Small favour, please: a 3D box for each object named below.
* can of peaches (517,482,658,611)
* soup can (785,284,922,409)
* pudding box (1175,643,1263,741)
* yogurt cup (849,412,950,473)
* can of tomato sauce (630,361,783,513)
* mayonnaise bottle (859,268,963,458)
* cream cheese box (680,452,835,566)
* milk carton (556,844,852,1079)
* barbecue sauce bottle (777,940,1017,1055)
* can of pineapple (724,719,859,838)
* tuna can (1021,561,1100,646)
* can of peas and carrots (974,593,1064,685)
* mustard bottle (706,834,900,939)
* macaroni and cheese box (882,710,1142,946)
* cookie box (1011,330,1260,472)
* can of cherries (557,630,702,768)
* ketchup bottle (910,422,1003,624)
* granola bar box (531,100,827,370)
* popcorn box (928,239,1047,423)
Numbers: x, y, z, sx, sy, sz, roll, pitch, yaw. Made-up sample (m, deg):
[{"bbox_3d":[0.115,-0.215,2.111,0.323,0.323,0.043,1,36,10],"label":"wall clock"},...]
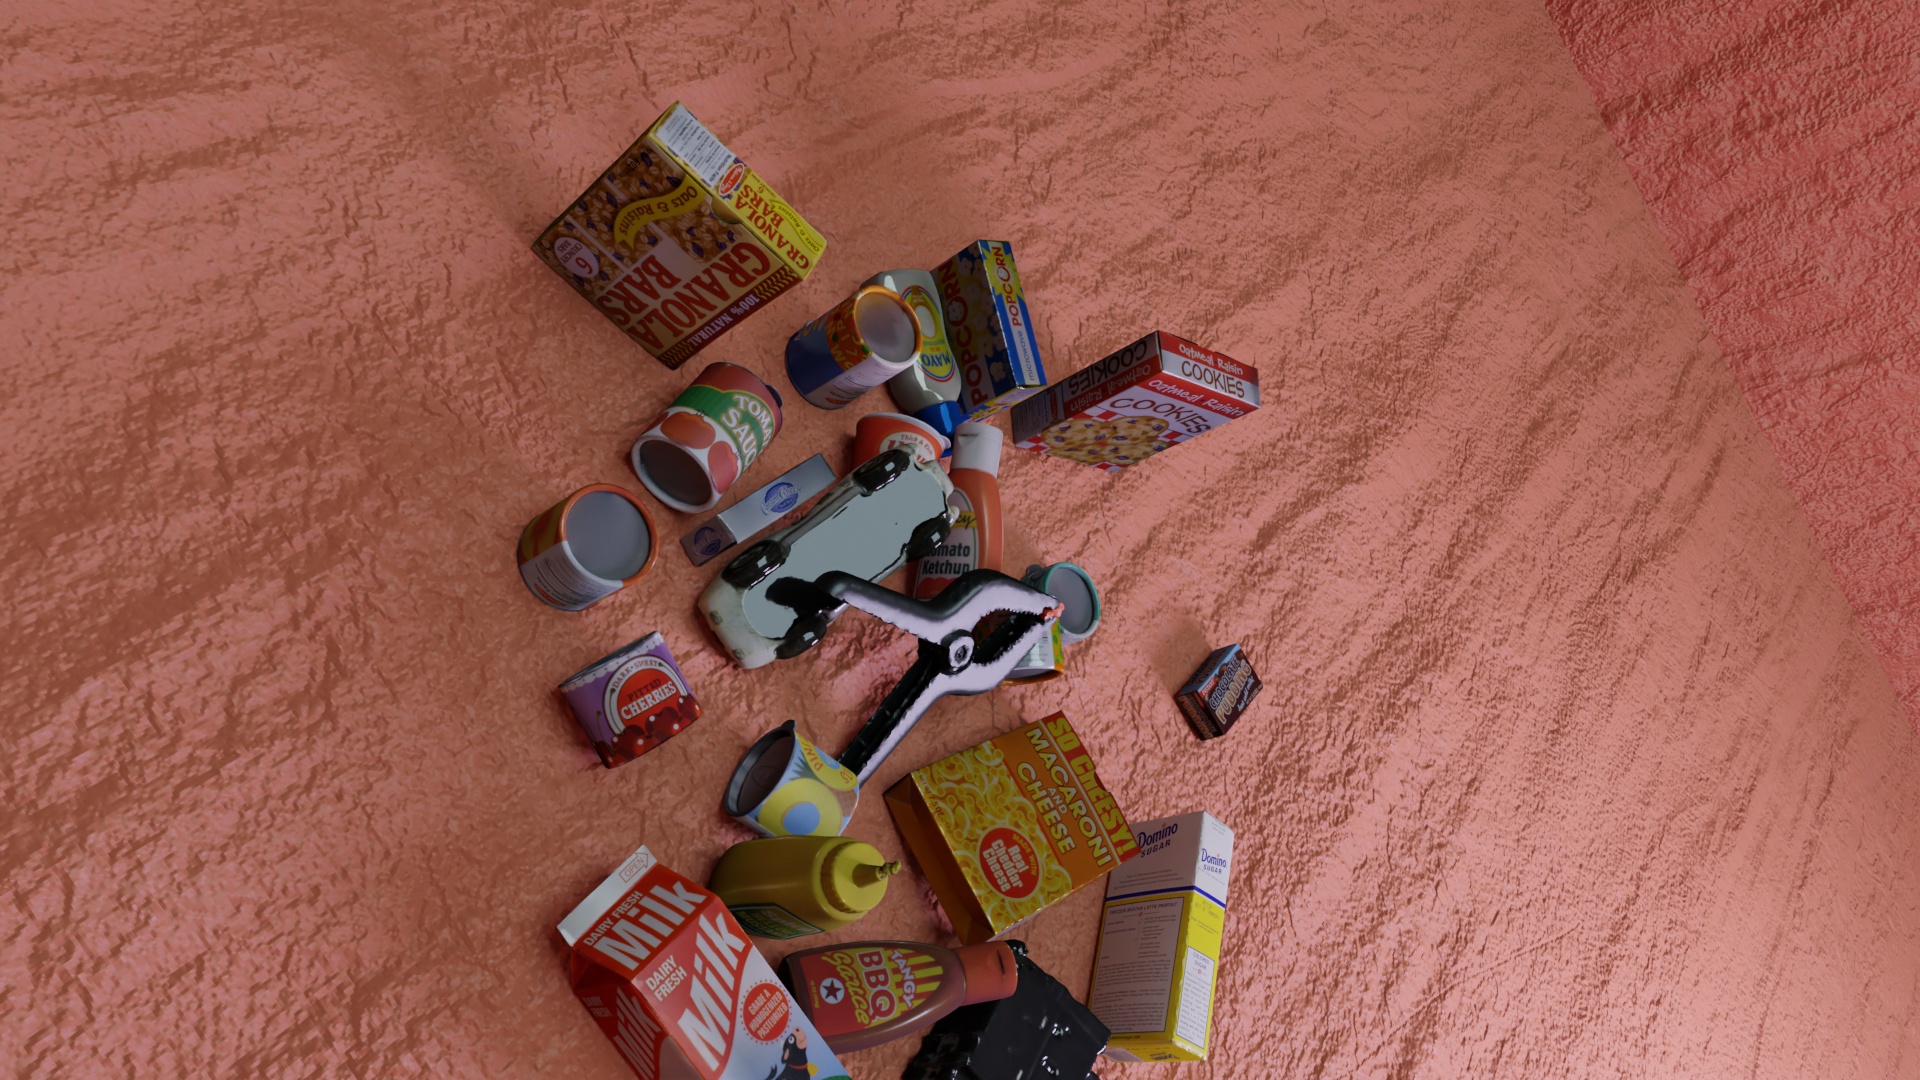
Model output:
[{"bbox_3d":[-0.225,0.002,0.843,0.071,0.058,0.071,17,63,-37],"label":"can of peaches"},{"bbox_3d":[-0.079,-0.144,1.019,0.071,0.083,0.071,18,61,-37],"label":"soup can"},{"bbox_3d":[0.228,0.133,1.225,0.084,0.030,0.049,-38,99,-45],"label":"pudding box"},{"bbox_3d":[-0.050,-0.055,1.024,0.072,0.072,0.054,29,64,-31],"label":"yogurt cup"},{"bbox_3d":[-0.165,-0.068,0.918,0.071,0.071,0.083,49,48,-17],"label":"can of tomato sauce"},{"bbox_3d":[-0.031,-0.138,1.090,0.065,0.041,0.148,-12,82,-45],"label":"mayonnaise bottle"},{"bbox_3d":[-0.136,-0.021,0.937,0.104,0.053,0.024,-38,97,-44],"label":"cream cheese box"},{"bbox_3d":[-0.149,0.270,0.792,0.190,0.073,0.073,56,46,-10],"label":"milk carton"},{"bbox_3d":[-0.038,0.283,0.879,0.149,0.043,0.065,-2,55,-25],"label":"barbecue sauce bottle"},{"bbox_3d":[-0.105,0.159,0.881,0.058,0.071,0.071,41,50,-25],"label":"can of pineapple"},{"bbox_3d":[0.079,0.049,1.120,0.071,0.032,0.071,18,62,-37],"label":"tuna can"},{"bbox_3d":[0.044,0.076,1.056,0.071,0.070,0.059,11,67,-40],"label":"can of peas and carrots"},{"bbox_3d":[-0.088,0.201,0.815,0.065,0.159,0.049,36,54,-26],"label":"mustard bottle"},{"bbox_3d":[0.042,0.203,0.998,0.167,0.040,0.124,-15,69,-45],"label":"macaroni and cheese box"},{"bbox_3d":[0.144,-0.112,1.151,0.123,0.167,0.040,12,65,-40],"label":"cookie box"},{"bbox_3d":[-0.194,0.094,0.824,0.072,0.071,0.058,-33,97,-45],"label":"can of cherries"},{"bbox_3d":[0.004,-0.013,1.037,0.043,0.064,0.149,32,63,-56],"label":"ketchup bottle"},{"bbox_3d":[-0.182,-0.187,0.884,0.124,0.165,0.039,42,52,-23],"label":"granola bar box"},{"bbox_3d":[0.015,-0.166,1.112,0.038,0.085,0.127,-5,77,-43],"label":"popcorn box"}]
